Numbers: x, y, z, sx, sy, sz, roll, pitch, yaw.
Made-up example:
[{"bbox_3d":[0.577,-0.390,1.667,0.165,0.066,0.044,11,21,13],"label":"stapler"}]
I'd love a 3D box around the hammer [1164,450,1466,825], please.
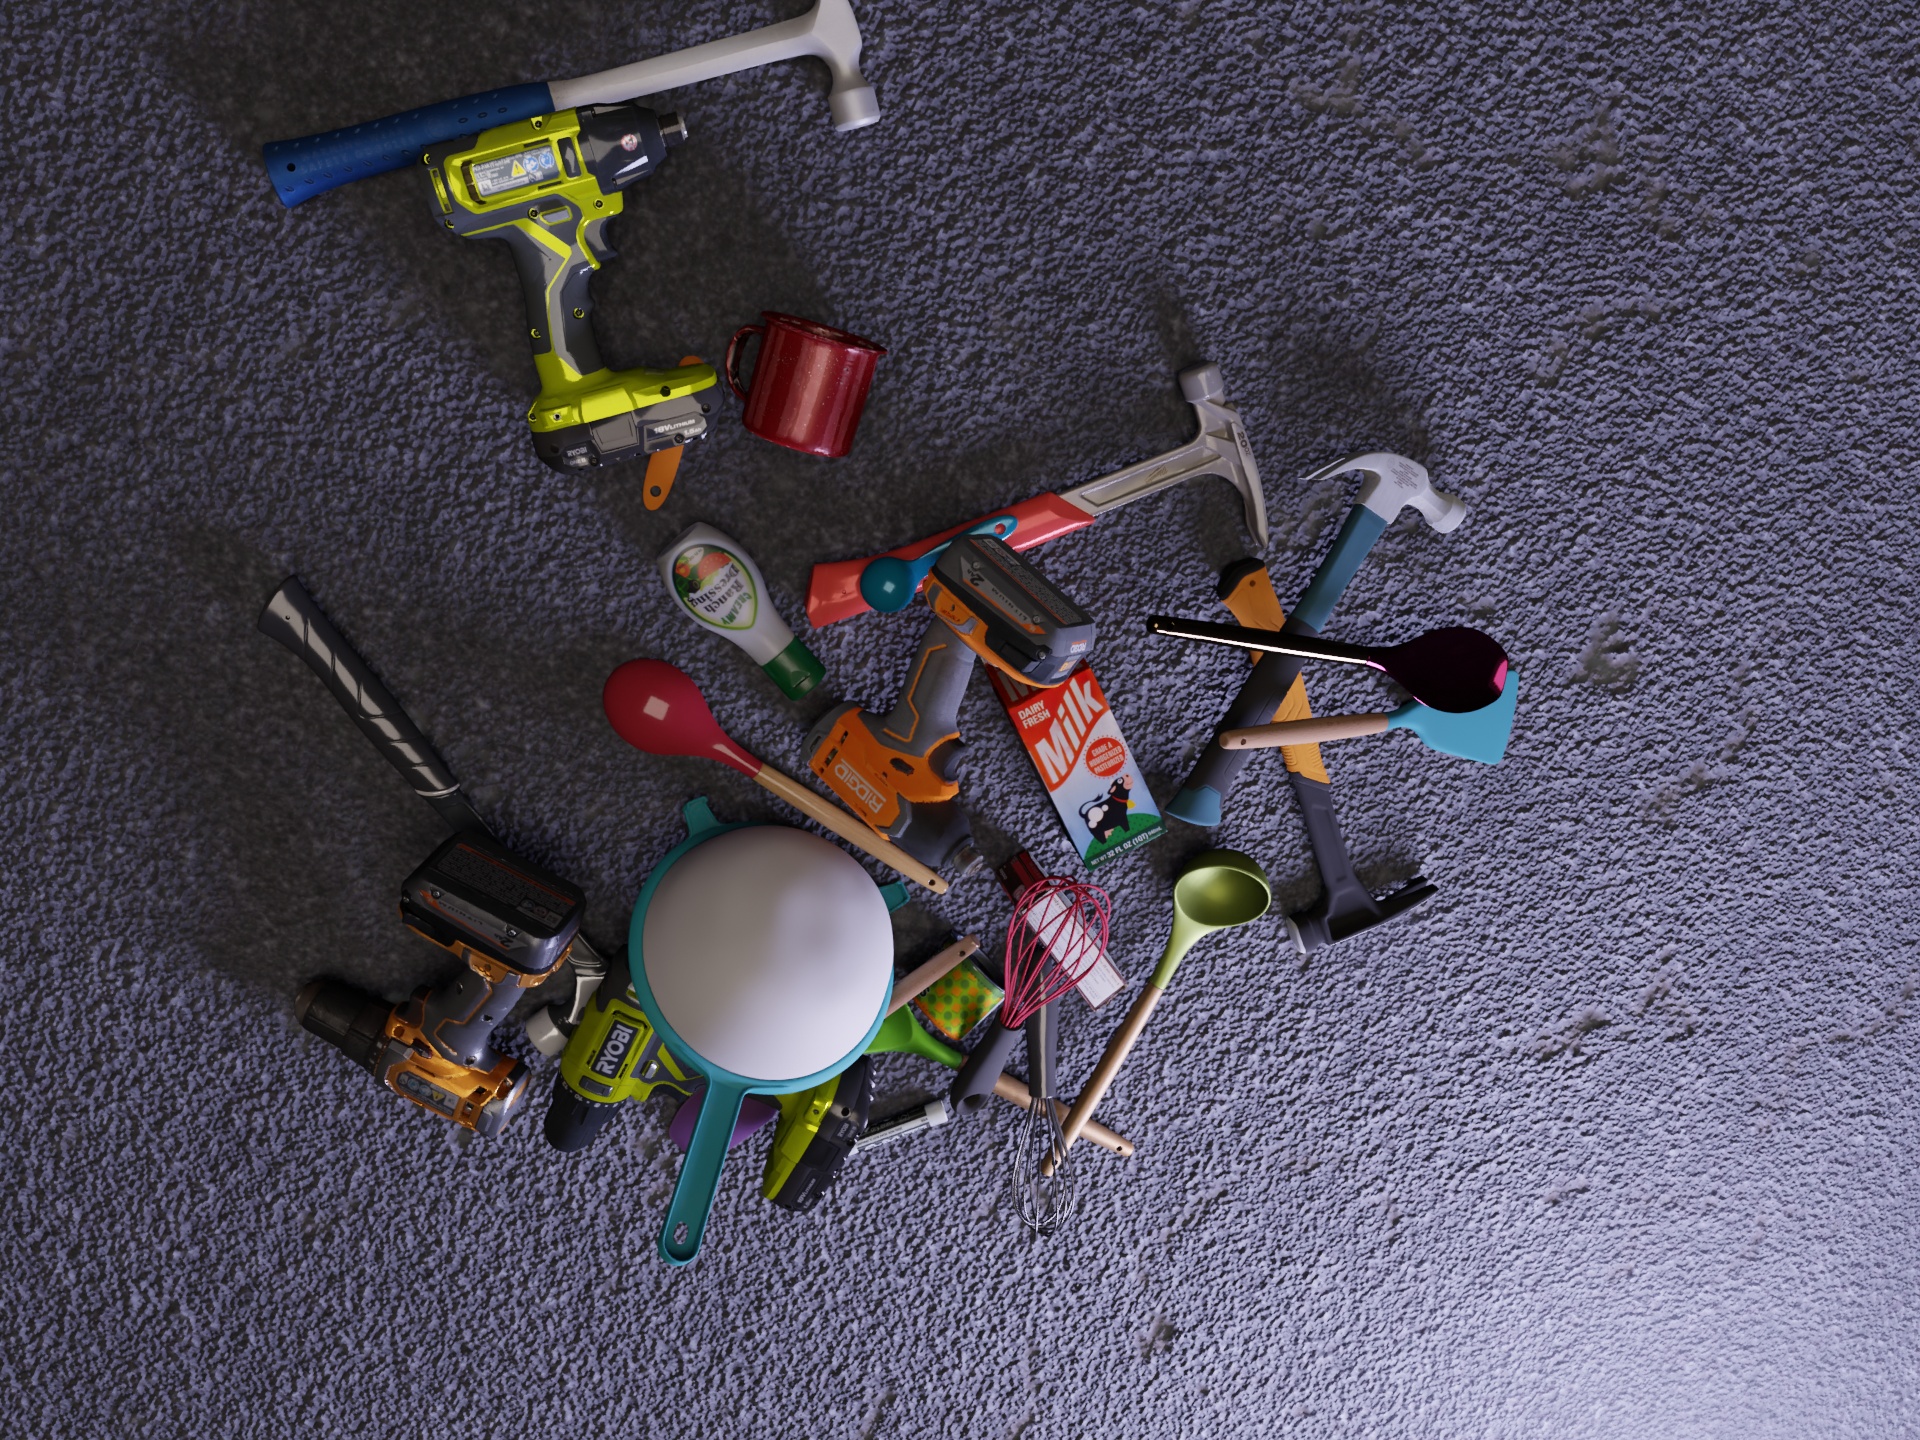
[{"bbox_3d":[0.260,-0.061,1.228,0.128,0.033,0.331,32,89,-20],"label":"hammer"}]

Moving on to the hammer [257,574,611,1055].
[{"bbox_3d":[-0.375,0.063,1.193,0.149,0.036,0.408,-35,107,0],"label":"hammer"}]

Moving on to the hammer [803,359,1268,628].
[{"bbox_3d":[0.053,-0.140,1.207,0.359,0.037,0.149,-22,107,-3],"label":"hammer"}]

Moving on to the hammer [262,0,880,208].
[{"bbox_3d":[-0.266,-0.428,1.076,0.405,0.035,0.144,-17,107,-4],"label":"hammer"}]

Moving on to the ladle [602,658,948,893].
[{"bbox_3d":[-0.137,0.053,1.235,0.315,0.031,0.069,34,96,-18],"label":"ladle"}]

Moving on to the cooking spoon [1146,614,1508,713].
[{"bbox_3d":[0.285,-0.053,1.211,0.318,0.017,0.069,7,97,-20],"label":"cooking spoon"}]

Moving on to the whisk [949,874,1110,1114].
[{"bbox_3d":[0.043,0.217,1.220,0.073,0.073,0.295,12,132,-12],"label":"whisk"}]

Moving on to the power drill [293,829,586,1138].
[{"bbox_3d":[-0.388,0.190,1.175,0.185,0.084,0.226,27,119,0],"label":"power drill"}]

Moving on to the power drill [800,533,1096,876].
[{"bbox_3d":[-0.002,-0.004,1.160,0.164,0.084,0.226,43,114,16],"label":"power drill"}]

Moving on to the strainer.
[{"bbox_3d":[-0.143,0.212,1.134,0.211,0.095,0.341,25,55,-16],"label":"strainer"}]

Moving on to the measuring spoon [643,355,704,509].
[{"bbox_3d":[-0.209,-0.208,1.157,0.021,0.011,0.117,17,102,-13],"label":"measuring spoon"}]

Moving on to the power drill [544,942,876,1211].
[{"bbox_3d":[-0.199,0.290,1.232,0.228,0.080,0.190,25,114,-10],"label":"power drill"}]

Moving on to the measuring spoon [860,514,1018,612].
[{"bbox_3d":[-0.014,-0.118,1.170,0.128,0.021,0.042,-27,108,-2],"label":"measuring spoon"}]

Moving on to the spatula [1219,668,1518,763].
[{"bbox_3d":[0.323,0.004,1.250,0.317,0.044,0.082,-6,110,-37],"label":"spatula"}]

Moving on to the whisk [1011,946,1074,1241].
[{"bbox_3d":[0.066,0.306,1.304,0.055,0.055,0.239,0,89,-9],"label":"whisk"}]

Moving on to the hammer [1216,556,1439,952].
[{"bbox_3d":[0.285,0.023,1.291,0.127,0.034,0.336,-22,107,-2],"label":"hammer"}]

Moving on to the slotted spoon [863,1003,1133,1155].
[{"bbox_3d":[0.017,0.296,1.326,0.313,0.031,0.070,30,106,-18],"label":"slotted spoon"}]

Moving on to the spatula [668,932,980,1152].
[{"bbox_3d":[-0.111,0.260,1.270,0.316,0.018,0.059,-37,108,15],"label":"spatula"}]

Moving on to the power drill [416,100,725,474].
[{"bbox_3d":[-0.244,-0.293,1.073,0.171,0.080,0.223,-15,113,-2],"label":"power drill"}]

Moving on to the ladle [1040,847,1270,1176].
[{"bbox_3d":[0.151,0.245,1.308,0.078,0.062,0.320,28,97,-14],"label":"ladle"}]
